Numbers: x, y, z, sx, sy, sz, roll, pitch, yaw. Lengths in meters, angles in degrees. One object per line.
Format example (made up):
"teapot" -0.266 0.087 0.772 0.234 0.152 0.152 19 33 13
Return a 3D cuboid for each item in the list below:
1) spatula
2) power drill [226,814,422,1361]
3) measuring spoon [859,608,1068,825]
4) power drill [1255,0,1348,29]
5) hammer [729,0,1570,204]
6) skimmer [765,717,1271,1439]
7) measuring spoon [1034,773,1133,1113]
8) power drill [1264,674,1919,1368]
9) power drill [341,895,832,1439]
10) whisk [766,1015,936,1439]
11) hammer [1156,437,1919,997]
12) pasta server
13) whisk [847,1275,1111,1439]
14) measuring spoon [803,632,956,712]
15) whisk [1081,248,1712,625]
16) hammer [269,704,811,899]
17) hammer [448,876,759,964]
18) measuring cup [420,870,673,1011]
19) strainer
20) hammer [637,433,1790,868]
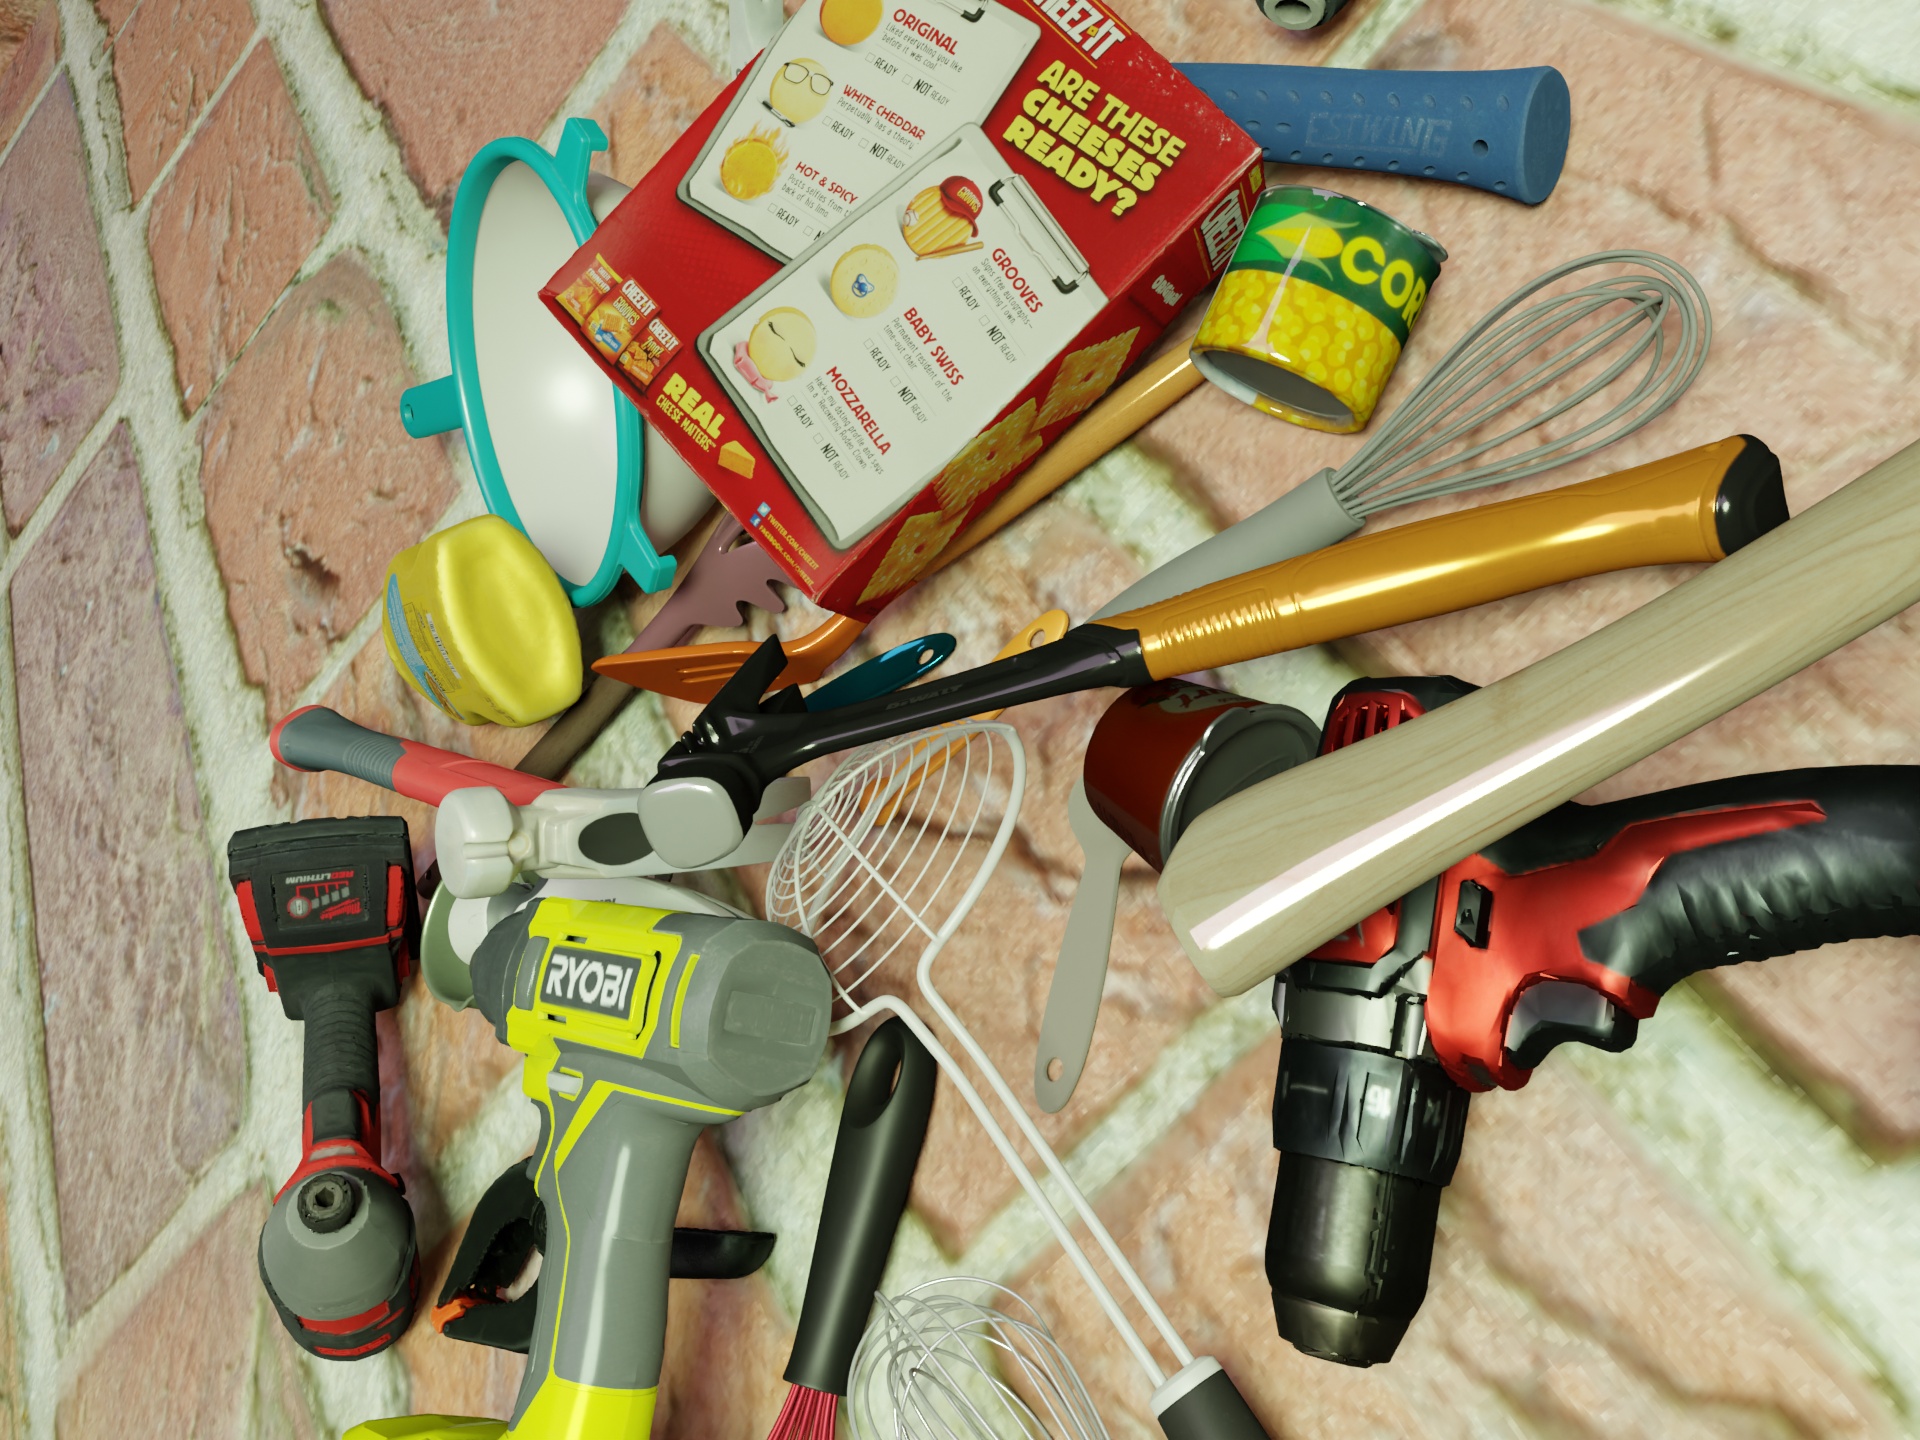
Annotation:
"spatula" -0.006 -0.082 0.632 0.322 0.081 0.041 -34 65 19
"power drill" -0.279 0.159 0.710 0.143 0.078 0.220 110 150 -53
"measuring spoon" -0.001 -0.002 0.617 0.117 0.011 0.021 -45 49 17
"power drill" 0.086 -0.358 0.651 0.229 0.080 0.190 8 77 40
"hammer" 0.042 -0.253 0.636 0.406 0.035 0.144 22 130 39
"skimmer" 0.046 0.145 0.493 0.127 0.090 0.364 -47 61 18
"measuring spoon" 0.040 0.072 0.546 0.034 0.018 0.124 3 75 41
"power drill" 0.175 0.080 0.388 0.227 0.080 0.188 0 72 44
"power drill" -0.132 0.171 0.523 0.171 0.080 0.223 -2 72 45
"whisk" -0.054 0.243 0.532 0.073 0.073 0.296 -2 64 40
"hammer" 0.226 -0.049 0.342 0.410 0.038 0.146 -34 34 12
"pasta server" -0.163 -0.008 0.754 0.316 0.040 0.060 -43 49 24
"whisk" 0.060 0.258 0.426 0.285 0.070 0.070 39 99 39
"measuring spoon" -0.052 -0.001 0.663 0.128 0.021 0.042 -26 46 20
"whisk" 0.126 -0.070 0.518 0.239 0.055 0.055 -32 54 33
"hammer" -0.222 0.025 0.723 0.386 0.143 0.038 8 99 53
"hammer" -0.132 0.255 0.574 0.149 0.036 0.409 -9 73 29
"measuring cup" -0.178 0.087 0.718 0.167 0.038 0.083 -16 62 33
"strainer" -0.197 -0.170 0.803 0.340 0.095 0.211 9 110 56
"hammer" 0.069 -0.028 0.491 0.337 0.034 0.127 -14 20 17
